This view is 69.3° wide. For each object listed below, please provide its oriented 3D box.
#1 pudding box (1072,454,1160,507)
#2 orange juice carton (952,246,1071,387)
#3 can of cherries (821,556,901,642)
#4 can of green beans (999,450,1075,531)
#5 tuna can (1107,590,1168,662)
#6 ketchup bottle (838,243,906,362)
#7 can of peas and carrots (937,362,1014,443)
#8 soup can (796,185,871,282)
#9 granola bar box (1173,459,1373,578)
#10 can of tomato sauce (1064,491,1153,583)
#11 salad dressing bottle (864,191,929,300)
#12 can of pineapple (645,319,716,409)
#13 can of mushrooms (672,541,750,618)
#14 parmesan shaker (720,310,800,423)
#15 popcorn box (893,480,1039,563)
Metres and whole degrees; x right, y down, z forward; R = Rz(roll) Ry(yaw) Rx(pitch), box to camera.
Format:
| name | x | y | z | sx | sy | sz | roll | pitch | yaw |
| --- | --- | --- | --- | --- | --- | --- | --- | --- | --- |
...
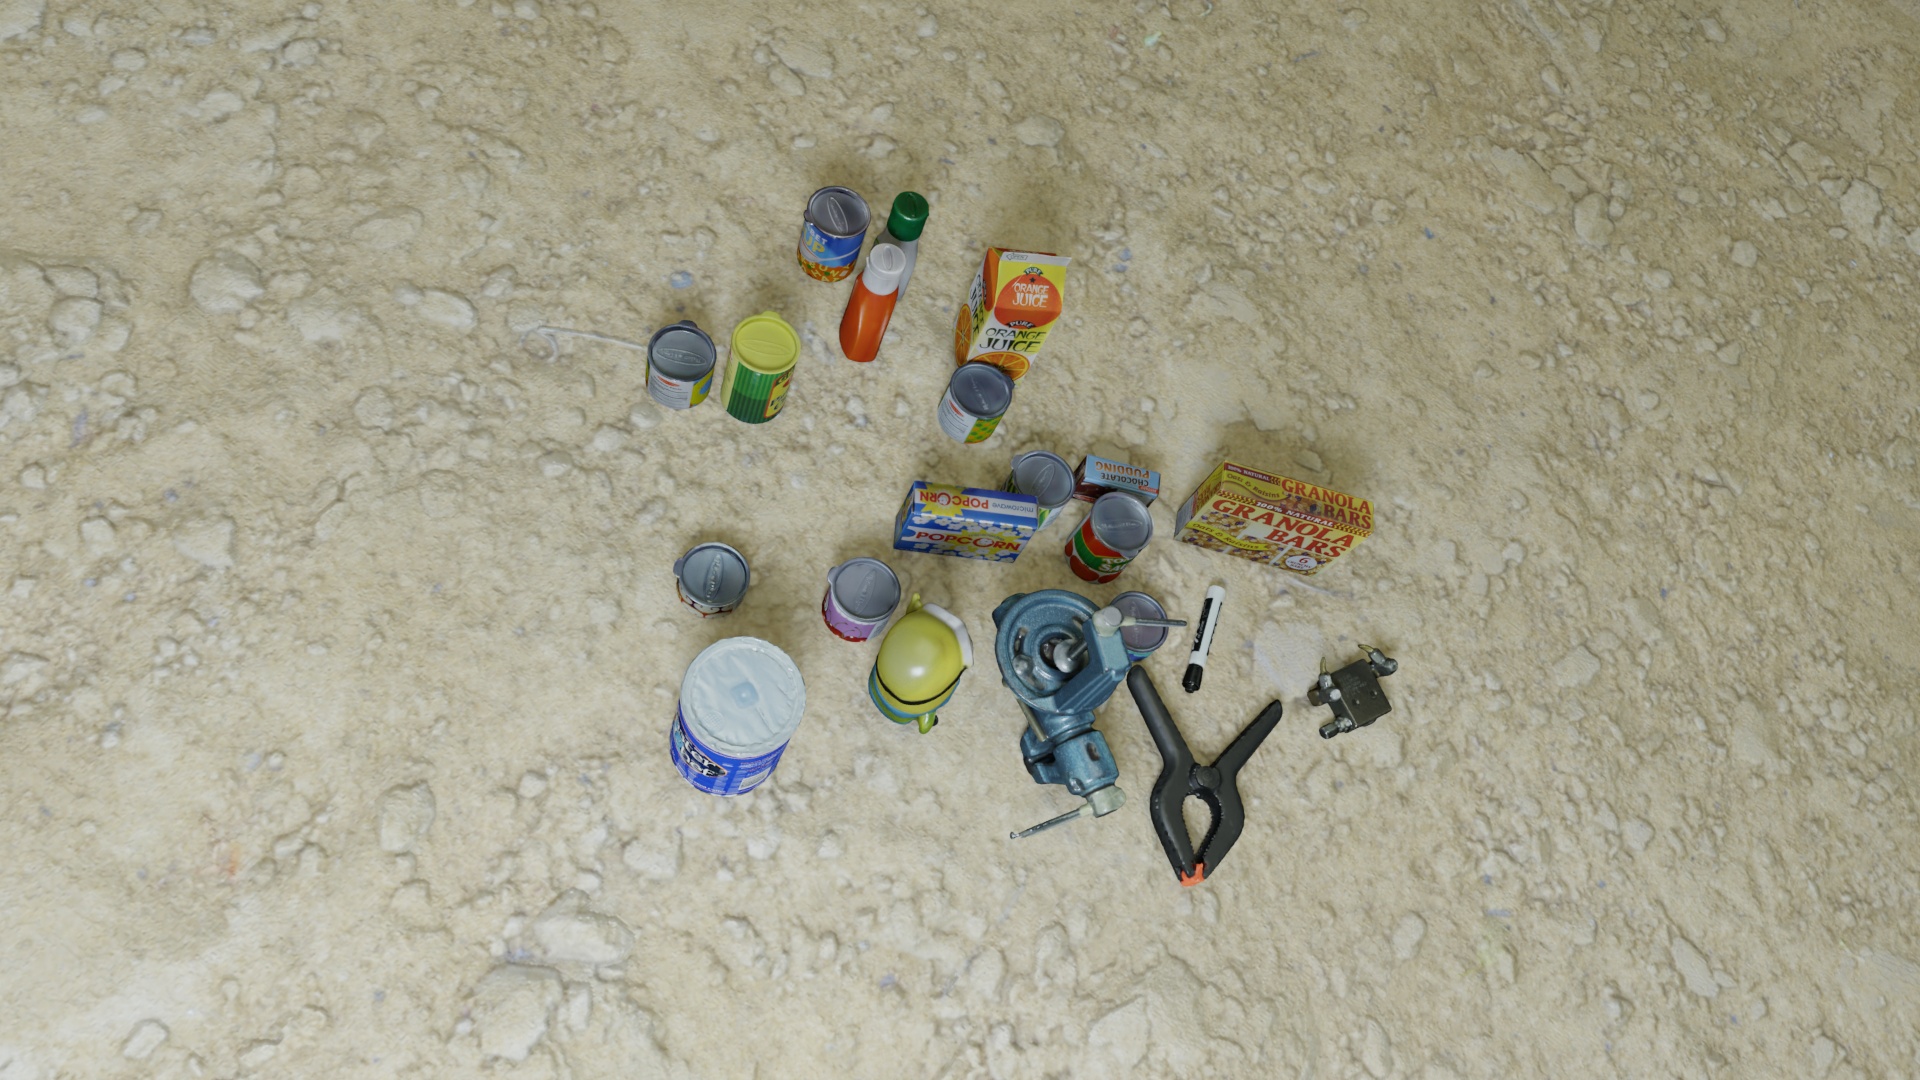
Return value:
| name | x | y | z | sx | sy | sz | roll | pitch | yaw |
| --- | --- | --- | --- | --- | --- | --- | --- | --- | --- |
| pudding box | 0.160 | -0.058 | 1.445 | 0.084 | 0.049 | 0.030 | 13 | 63 | -10 |
| orange juice carton | 0.051 | -0.236 | 1.415 | 0.072 | 0.191 | 0.073 | 3 | 65 | -15 |
| can of cherries | -0.097 | 0.055 | 1.312 | 0.071 | 0.058 | 0.072 | 6 | 64 | -13 |
| can of green beans | 0.077 | -0.050 | 1.412 | 0.071 | 0.057 | 0.071 | 6 | 64 | -13 |
| tuna can | 0.169 | 0.087 | 1.389 | 0.071 | 0.032 | 0.071 | 6 | 64 | -13 |
| ketchup bottle | -0.089 | -0.242 | 1.403 | 0.043 | 0.148 | 0.065 | 1 | 66 | -15 |
| can of peas and carrots | 0.016 | -0.142 | 1.438 | 0.071 | 0.058 | 0.071 | 6 | 64 | -13 |
| soup can | -0.137 | -0.321 | 1.463 | 0.071 | 0.083 | 0.071 | 6 | 64 | -13 |
| granola bar box | 0.321 | -0.021 | 1.431 | 0.166 | 0.123 | 0.039 | 15 | 63 | -9 |
| can of tomato sauce | 0.149 | 0.000 | 1.395 | 0.071 | 0.082 | 0.071 | 6 | 64 | -13 |
| salad dressing bottle | -0.066 | -0.303 | 1.439 | 0.044 | 0.147 | 0.064 | -3 | 67 | -18 |
| can of pineapple | -0.275 | -0.172 | 1.368 | 0.071 | 0.057 | 0.071 | 6 | 64 | -13 |
| can of mushrooms | -0.233 | 0.037 | 1.295 | 0.071 | 0.033 | 0.071 | 6 | 64 | -13 |
| parmesan shaker | -0.197 | -0.169 | 1.363 | 0.071 | 0.102 | 0.071 | 6 | 64 | -13 |
| popcorn box | 0.005 | -0.017 | 1.360 | 0.127 | 0.085 | 0.038 | 7 | 64 | -13 |
